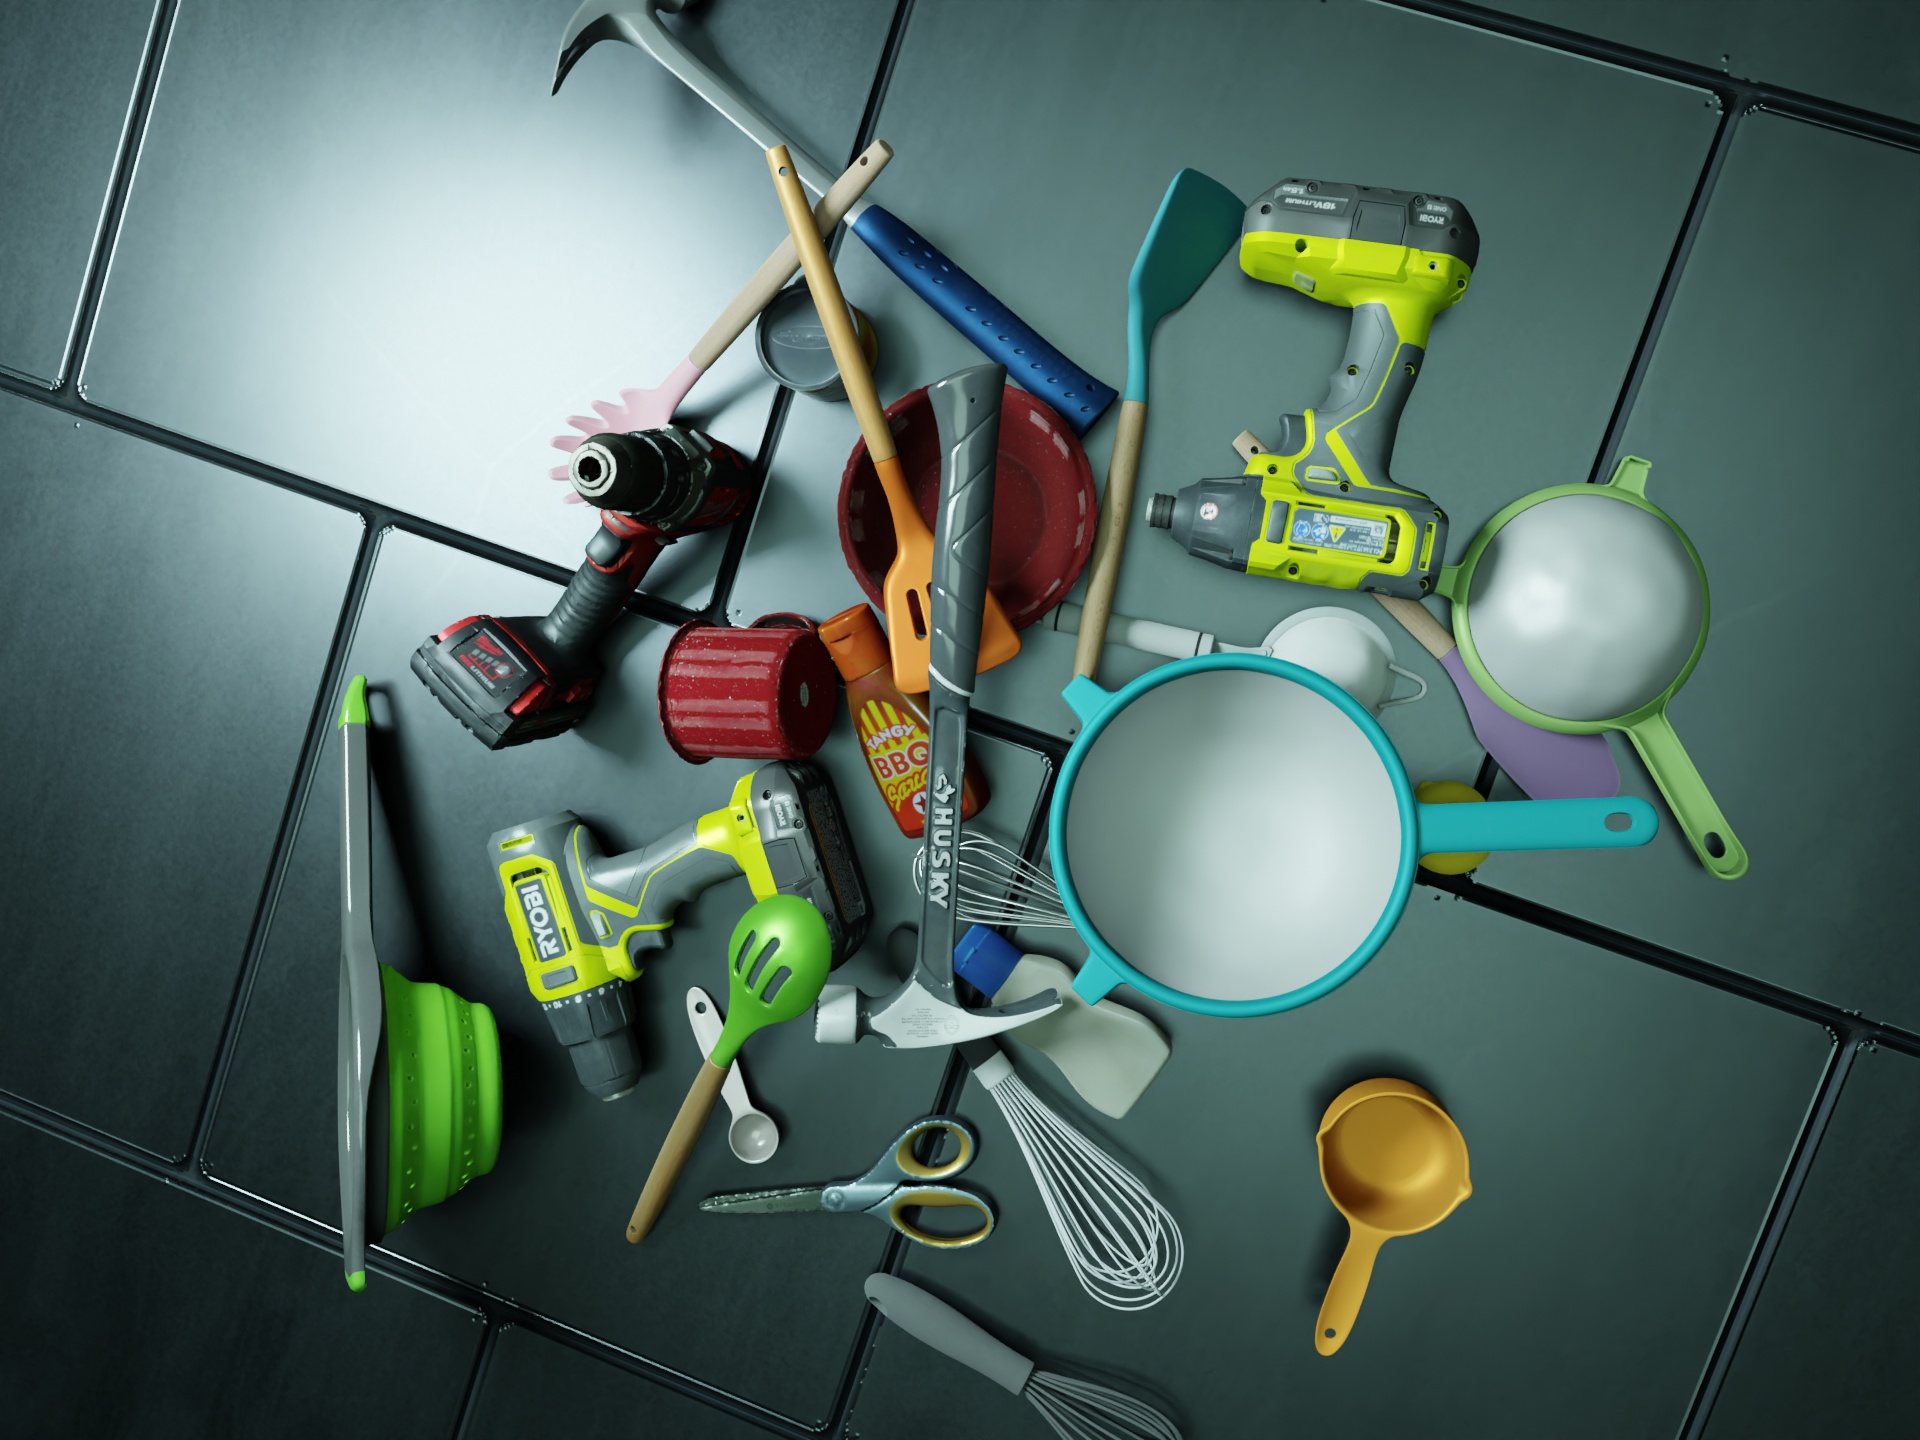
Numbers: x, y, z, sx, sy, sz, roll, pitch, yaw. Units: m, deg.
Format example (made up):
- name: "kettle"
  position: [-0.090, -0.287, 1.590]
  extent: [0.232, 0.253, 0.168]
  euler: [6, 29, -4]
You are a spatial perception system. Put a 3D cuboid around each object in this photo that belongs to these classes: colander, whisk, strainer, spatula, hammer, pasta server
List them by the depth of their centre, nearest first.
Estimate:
- name: "strainer"
  position: [0.394, -0.021, 0.921]
  extent: [0.151, 0.069, 0.256]
  euler: [-28, 86, 3]
- name: "spatula"
  position: [-0.052, -0.176, 0.933]
  extent: [0.081, 0.041, 0.322]
  euler: [-19, 105, 4]
- name: "hammer"
  position: [-0.001, -0.003, 0.937]
  extent: [0.149, 0.036, 0.409]
  euler: [3, 99, -5]
- name: "strainer"
  position: [0.226, 0.066, 0.948]
  extent: [0.340, 0.095, 0.211]
  euler: [-2, 84, 8]
- name: "spatula"
  position: [0.110, -0.167, 0.967]
  extent: [0.044, 0.082, 0.317]
  euler: [12, 93, 39]
- name: "spatula"
  position: [0.282, -0.063, 0.972]
  extent: [0.060, 0.018, 0.316]
  euler: [-44, 87, 2]
- name: "pasta server"
  position: [-0.150, -0.239, 0.976]
  extent: [0.316, 0.040, 0.060]
  euler: [-39, 74, 31]
- name: "hammer"
  position: [-0.072, -0.315, 0.983]
  extent: [0.405, 0.035, 0.144]
  euler: [40, 54, 0]
- name: "strainer"
  position: [0.159, -0.041, 0.985]
  extent: [0.258, 0.050, 0.086]
  euler: [13, 110, 12]
- name: "whisk"
  position: [0.085, 0.125, 1.002]
  extent: [0.246, 0.059, 0.058]
  euler: [18, 84, 3]
- name: "whisk"
  position: [0.040, 0.250, 1.014]
  extent: [0.070, 0.070, 0.285]
  euler: [-39, 82, 9]
- name: "whisk"
  position: [0.041, 0.426, 1.030]
  extent: [0.239, 0.055, 0.055]
  euler: [28, 97, 12]
- name: "colander"
  position: [-0.360, 0.164, 1.054]
  extent: [0.094, 0.204, 0.397]
  euler: [0, 75, -24]

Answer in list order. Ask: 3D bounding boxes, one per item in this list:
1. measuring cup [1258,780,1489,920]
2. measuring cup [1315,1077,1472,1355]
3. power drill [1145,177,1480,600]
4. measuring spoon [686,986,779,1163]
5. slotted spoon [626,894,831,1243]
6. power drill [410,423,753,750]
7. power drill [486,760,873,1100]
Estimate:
- name: "measuring cup"
  position: [0.255, 0.089, 0.979]
  extent: [0.156, 0.029, 0.062]
  euler: [-28, 88, 8]
- name: "measuring cup"
  position: [0.251, 0.304, 0.982]
  extent: [0.095, 0.052, 0.173]
  euler: [19, 98, 8]
- name: "power drill"
  position: [0.210, -0.193, 0.935]
  extent: [0.171, 0.080, 0.223]
  euler: [10, 90, 9]
- name: "measuring spoon"
  position: [-0.154, 0.236, 1.067]
  extent: [0.034, 0.018, 0.124]
  euler: [-25, 82, 9]
- name: "slotted spoon"
  position: [-0.158, 0.233, 1.005]
  extent: [0.070, 0.031, 0.313]
  euler: [41, 122, 22]
- name: "power drill"
  position: [-0.234, -0.089, 0.975]
  extent: [0.080, 0.188, 0.226]
  euler: [44, 103, 5]
- name: "power drill"
  position: [-0.180, 0.133, 1.033]
  extent: [0.228, 0.080, 0.190]
  euler: [-18, 91, 13]
